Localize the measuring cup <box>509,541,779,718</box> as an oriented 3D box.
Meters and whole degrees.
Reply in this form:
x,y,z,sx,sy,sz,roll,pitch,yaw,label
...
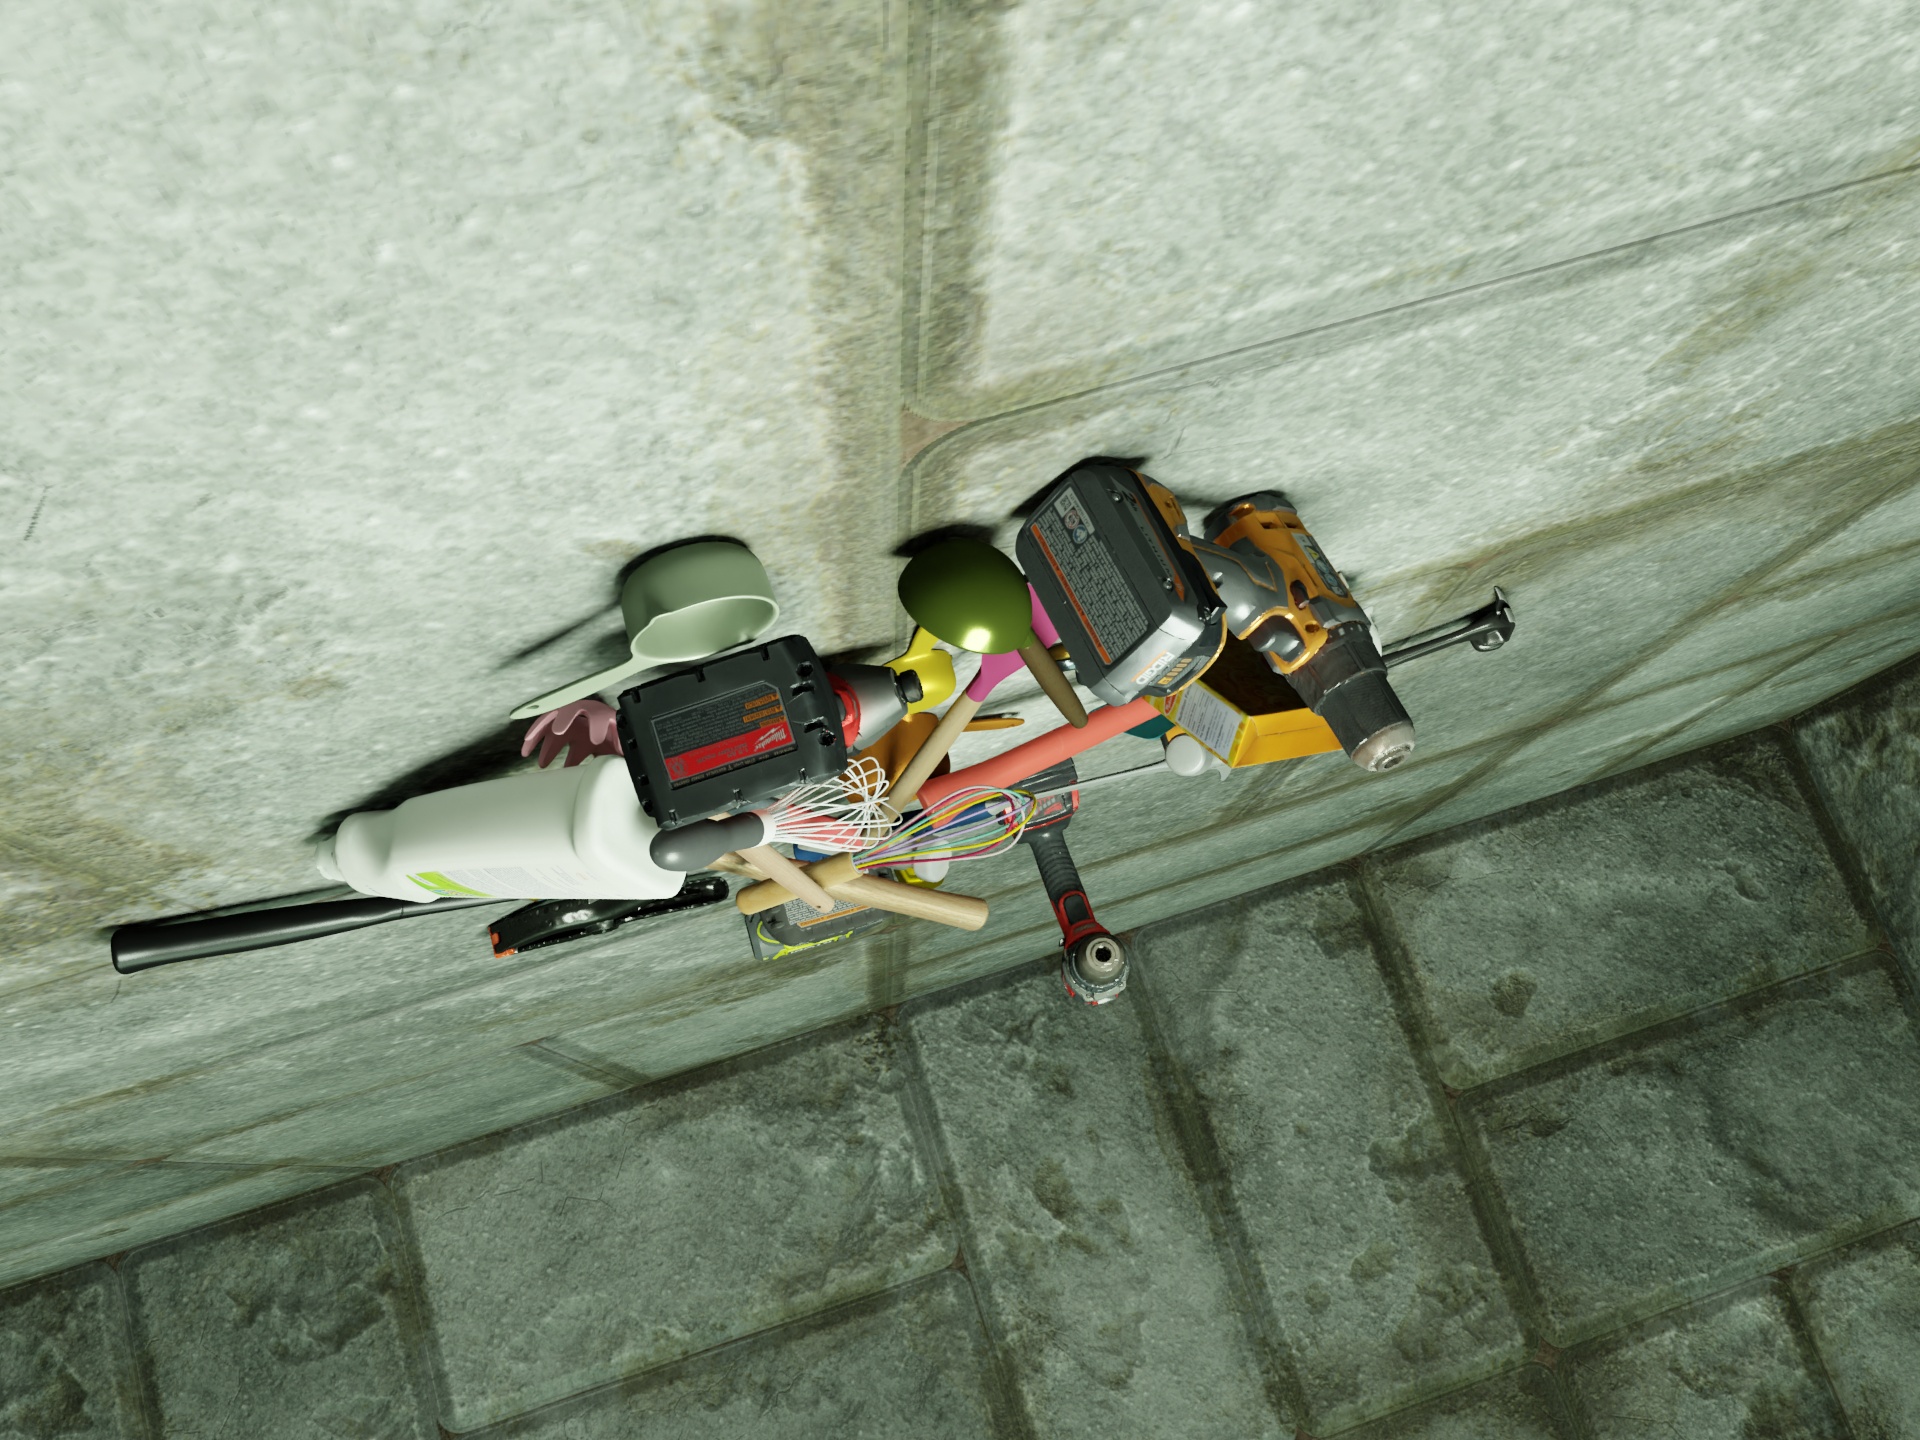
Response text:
x,y,z,sx,sy,sz,roll,pitch,yaw,label
-0.170,-0.045,0.812,0.167,0.038,0.083,-23,165,23,measuring cup

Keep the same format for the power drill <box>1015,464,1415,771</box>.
x,y,z,sx,sy,sz,roll,pitch,yaw,label
0.156,-0.052,0.894,0.226,0.185,0.084,1,144,-45,power drill

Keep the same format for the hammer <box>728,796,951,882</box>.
x,y,z,sx,sy,sz,roll,pitch,yaw,label
-0.153,0.067,1.192,0.143,0.038,0.386,10,172,28,hammer

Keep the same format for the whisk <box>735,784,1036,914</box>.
x,y,z,sx,sy,sz,roll,pitch,yaw,label
-0.057,0.097,1.143,0.245,0.047,0.051,-21,150,19,whisk

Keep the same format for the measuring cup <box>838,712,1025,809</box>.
x,y,z,sx,sy,sz,roll,pitch,yaw,label
-0.016,0.030,1.236,0.173,0.052,0.095,-7,161,-32,measuring cup

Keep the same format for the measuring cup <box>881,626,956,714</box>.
x,y,z,sx,sy,sz,roll,pitch,yaw,label
-0.020,-0.038,1.027,0.062,0.029,0.156,-14,167,-16,measuring cup

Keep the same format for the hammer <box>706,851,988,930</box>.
x,y,z,sx,sy,sz,roll,pitch,yaw,label
-0.127,0.122,1.252,0.331,0.031,0.130,16,165,-28,hammer

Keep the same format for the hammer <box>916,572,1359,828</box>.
x,y,z,sx,sy,sz,roll,pitch,yaw,label
0.132,-0.010,1.207,0.359,0.037,0.149,-24,168,-16,hammer

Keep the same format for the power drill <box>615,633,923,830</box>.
x,y,z,sx,sy,sz,roll,pitch,yaw,label
-0.103,0.002,0.928,0.143,0.078,0.219,-18,180,8,power drill

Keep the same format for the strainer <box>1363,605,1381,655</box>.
x,y,z,sx,sy,sz,roll,pitch,yaw,label
0.314,-0.057,1.262,0.087,0.050,0.258,-56,169,20,strainer

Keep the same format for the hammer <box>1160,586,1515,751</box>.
x,y,z,sx,sy,sz,roll,pitch,yaw,label
0.345,-0.037,1.471,0.337,0.034,0.127,-21,166,9,hammer

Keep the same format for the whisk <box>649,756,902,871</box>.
x,y,z,sx,sy,sz,roll,pitch,yaw,label
-0.116,0.064,1.013,0.070,0.070,0.284,-25,174,22,whisk

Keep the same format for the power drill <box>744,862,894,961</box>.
x,y,z,sx,sy,sz,roll,pitch,yaw,label
-0.135,0.193,1.654,0.171,0.080,0.223,-15,169,-11,power drill

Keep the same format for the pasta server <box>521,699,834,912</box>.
x,y,z,sx,sy,sz,roll,pitch,yaw,label
-0.166,0.066,1.026,0.060,0.040,0.315,-9,148,25,pasta server

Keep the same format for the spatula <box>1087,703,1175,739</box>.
x,y,z,sx,sy,sz,roll,pitch,yaw,label
0.253,-0.007,1.380,0.317,0.044,0.082,3,-168,-38,spatula

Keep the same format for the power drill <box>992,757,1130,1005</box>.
x,y,z,sx,sy,sz,roll,pitch,yaw,label
0.099,0.150,1.467,0.080,0.227,0.187,-18,166,-3,power drill

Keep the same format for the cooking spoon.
x,y,z,sx,sy,sz,roll,pitch,yaw,label
-0.002,-0.003,1.084,0.068,0.017,0.318,-8,149,-37,cooking spoon

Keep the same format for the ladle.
x,y,z,sx,sy,sz,roll,pitch,yaw,label
0.036,-0.034,0.985,0.062,0.078,0.320,-46,158,-1,ladle

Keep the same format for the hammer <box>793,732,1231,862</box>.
x,y,z,sx,sy,sz,roll,pitch,yaw,label
0.040,0.072,1.370,0.405,0.035,0.144,-15,172,24,hammer

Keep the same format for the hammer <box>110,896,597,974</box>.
x,y,z,sx,sy,sz,roll,pitch,yaw,label
-0.417,0.136,1.134,0.334,0.035,0.146,-7,177,-27,hammer
